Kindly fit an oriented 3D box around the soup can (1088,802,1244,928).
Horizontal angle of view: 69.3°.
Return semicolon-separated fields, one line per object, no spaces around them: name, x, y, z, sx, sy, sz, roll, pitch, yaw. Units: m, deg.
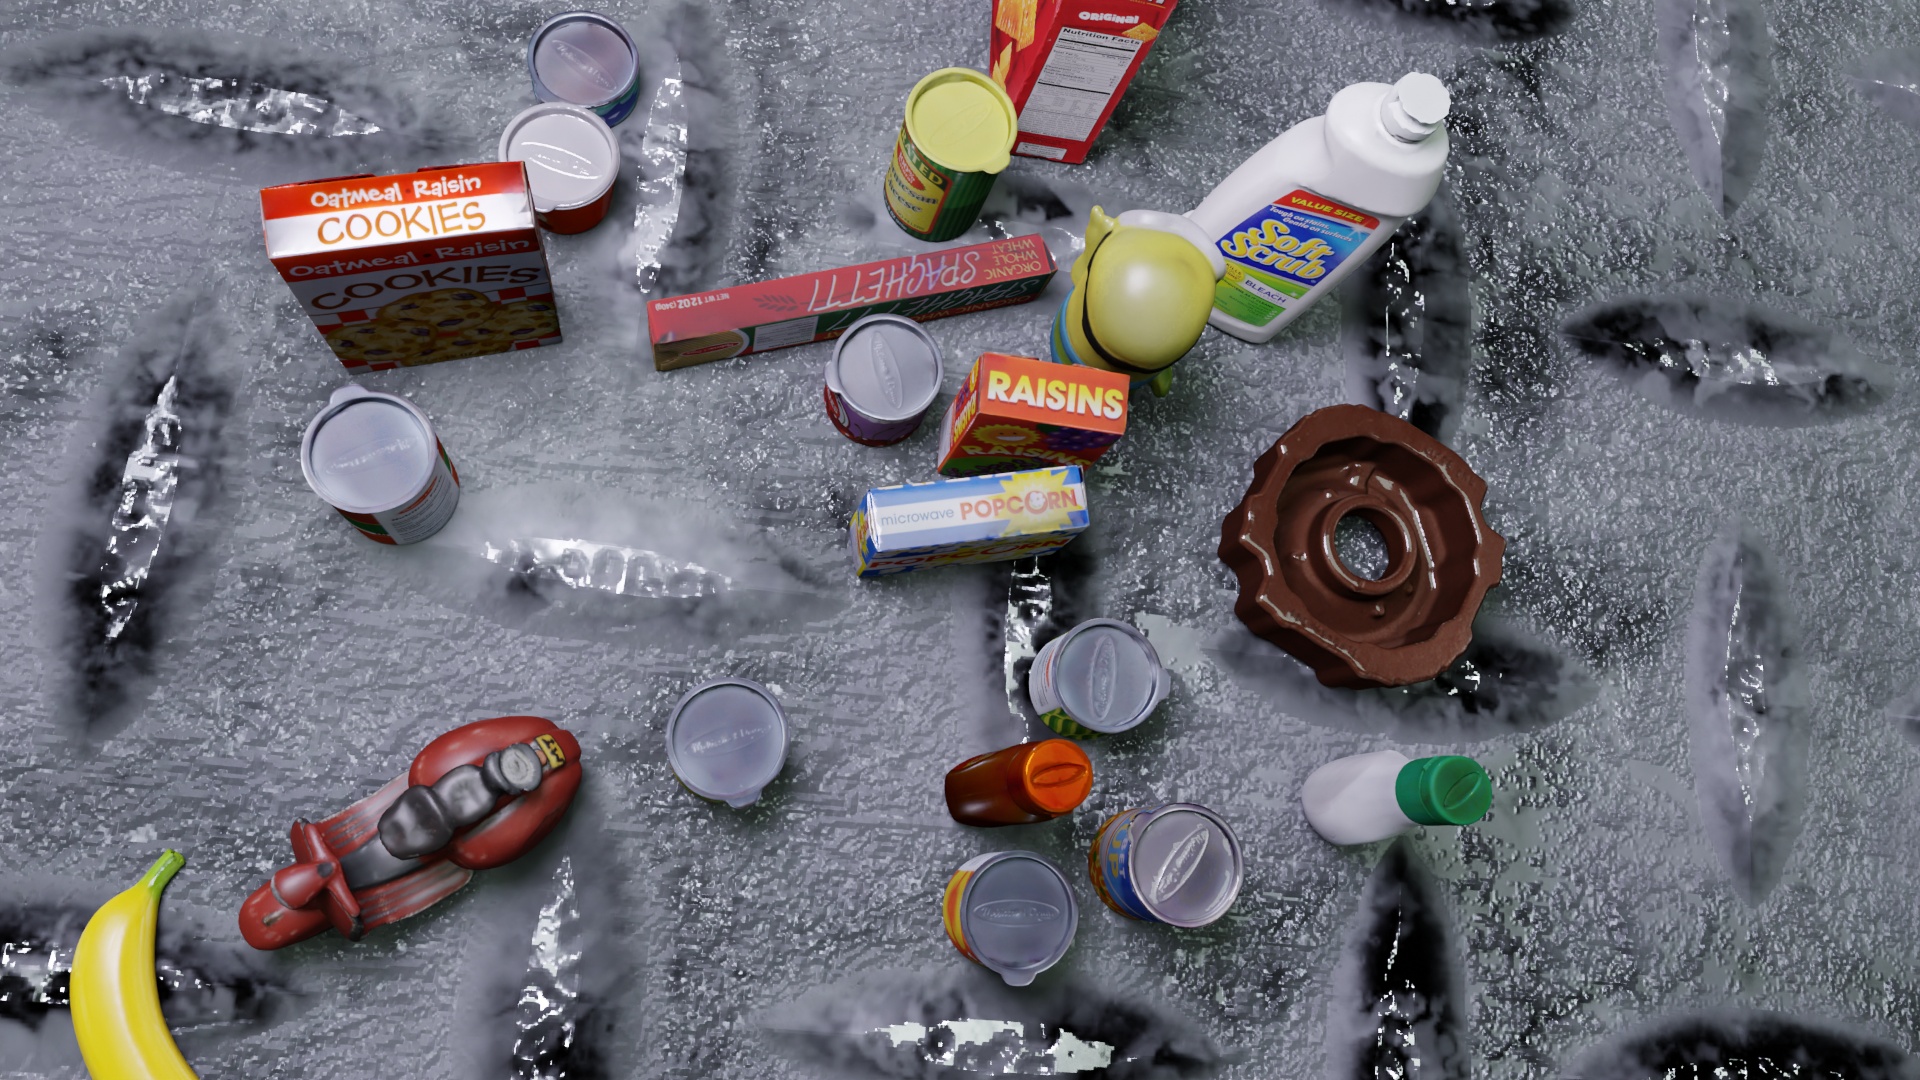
soup can;0.113;0.182;0.790;0.071;0.083;0.071;3;77;-11

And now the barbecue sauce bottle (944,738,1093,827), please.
barbecue sauce bottle;0.034;0.132;0.752;0.065;0.148;0.044;-9;79;-13

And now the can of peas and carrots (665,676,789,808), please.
can of peas and carrots;-0.129;0.114;0.770;0.071;0.058;0.071;3;77;-11

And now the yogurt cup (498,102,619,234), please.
yogurt cup;-0.237;-0.219;0.829;0.072;0.053;0.072;3;77;-11

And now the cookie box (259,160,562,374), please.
cookie box;-0.285;-0.143;0.742;0.123;0.167;0.040;-11;80;-14

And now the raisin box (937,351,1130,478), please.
raisin box;0.040;-0.067;0.813;0.086;0.123;0.040;8;76;-9

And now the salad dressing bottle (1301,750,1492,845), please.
salad dressing bottle;0.246;0.145;0.792;0.064;0.147;0.044;-36;87;-16

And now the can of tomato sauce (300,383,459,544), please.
can of tomato sauce;-0.314;-0.039;0.756;0.071;0.083;0.071;3;77;-11

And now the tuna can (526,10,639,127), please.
tuna can;-0.233;-0.287;0.857;0.071;0.032;0.071;3;77;-11

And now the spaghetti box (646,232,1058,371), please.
spaghetti box;-0.065;-0.146;0.849;0.251;0.050;0.029;-13;80;-14

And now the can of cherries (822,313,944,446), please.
can of cherries;-0.050;-0.095;0.836;0.071;0.058;0.071;3;77;-11

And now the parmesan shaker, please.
parmesan shaker;-0.007;-0.231;0.853;0.071;0.103;0.071;3;77;-11

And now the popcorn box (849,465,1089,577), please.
popcorn box;0.003;-0.010;0.812;0.127;0.085;0.038;-7;79;-13

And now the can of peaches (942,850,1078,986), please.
can of peaches;0.026;0.210;0.779;0.071;0.058;0.071;3;77;-11

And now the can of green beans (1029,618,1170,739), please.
can of green beans;0.078;0.083;0.820;0.071;0.057;0.071;3;77;-11
